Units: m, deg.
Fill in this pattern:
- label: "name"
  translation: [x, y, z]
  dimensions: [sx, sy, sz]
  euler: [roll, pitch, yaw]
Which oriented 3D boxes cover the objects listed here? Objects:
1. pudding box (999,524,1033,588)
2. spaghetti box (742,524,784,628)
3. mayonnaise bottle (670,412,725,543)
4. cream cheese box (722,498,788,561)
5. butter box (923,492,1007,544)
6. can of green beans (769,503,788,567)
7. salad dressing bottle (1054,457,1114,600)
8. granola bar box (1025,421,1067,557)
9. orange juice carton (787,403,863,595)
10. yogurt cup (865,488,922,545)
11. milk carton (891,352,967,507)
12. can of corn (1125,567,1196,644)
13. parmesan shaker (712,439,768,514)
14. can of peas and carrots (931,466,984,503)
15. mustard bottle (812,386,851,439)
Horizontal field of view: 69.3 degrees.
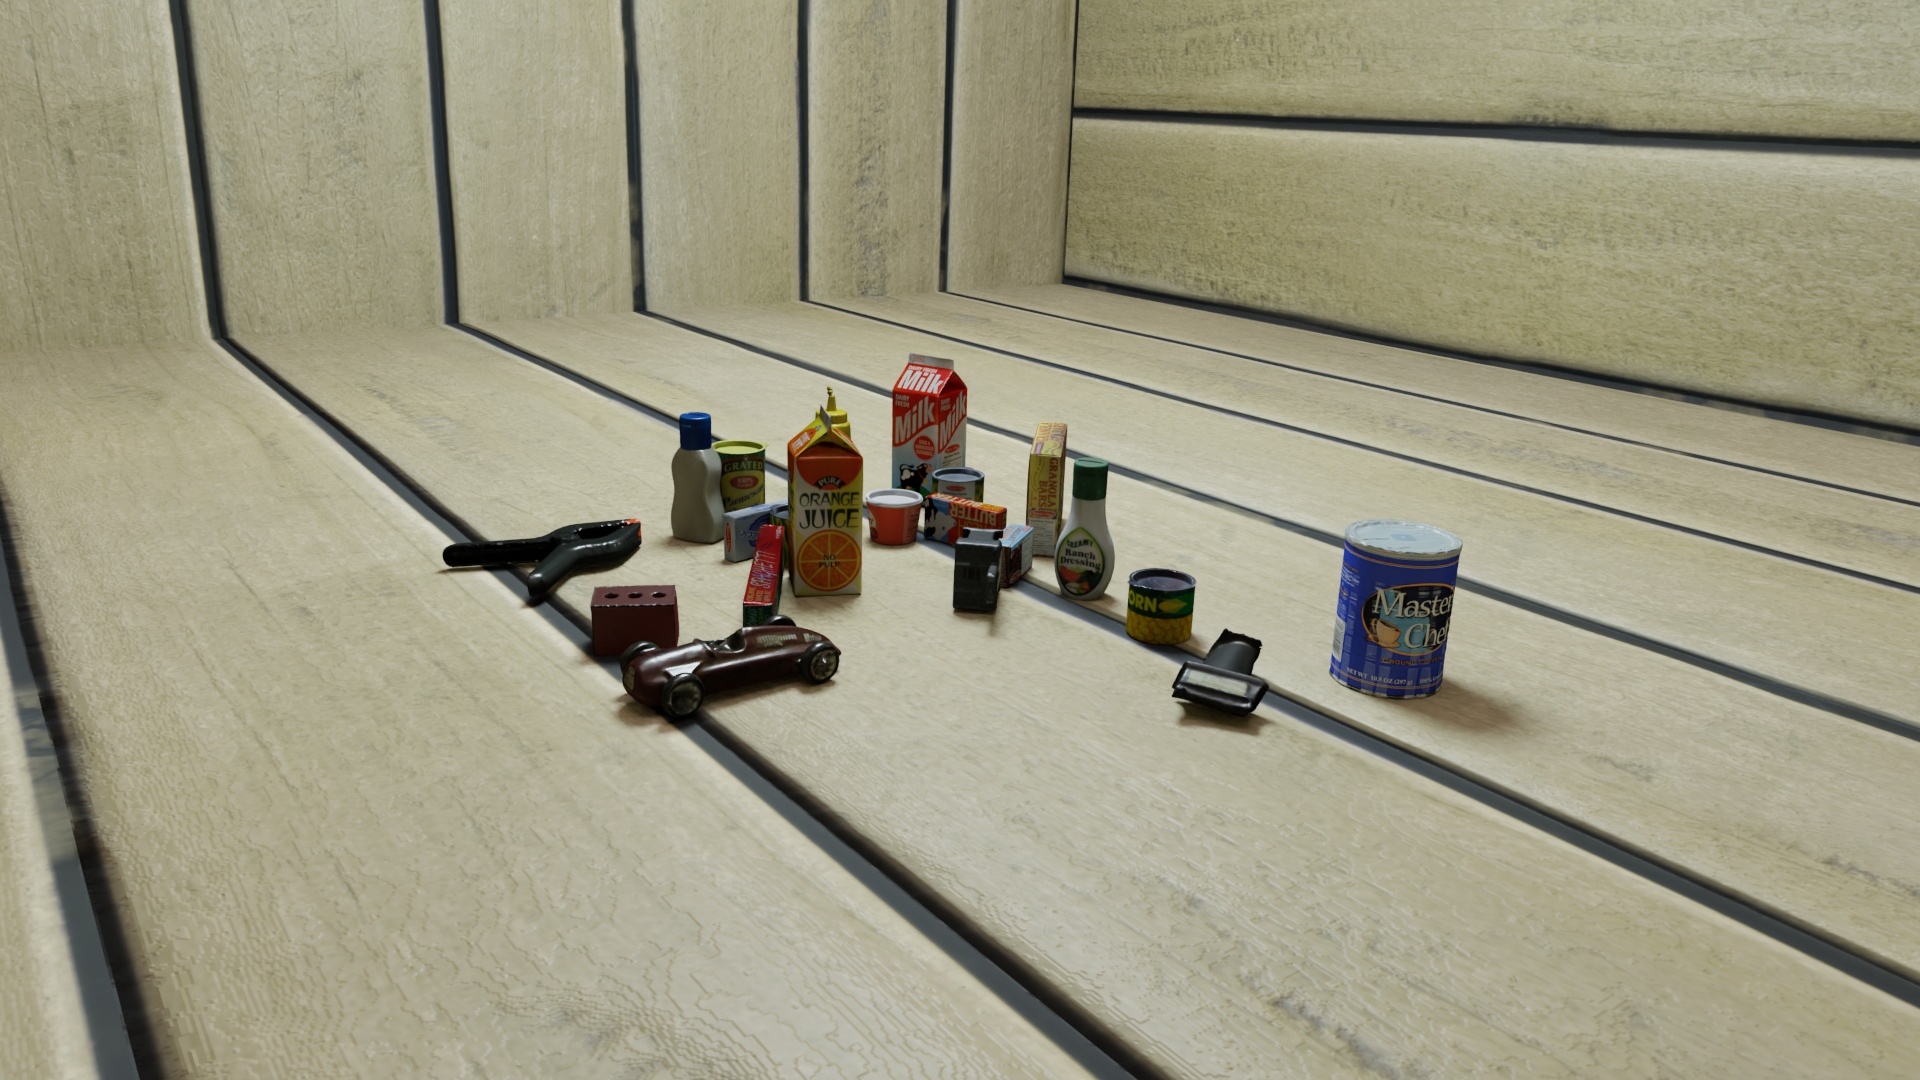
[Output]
- label: "pudding box"
  translation: [0.054, 0.016, 1.529]
  dimensions: [0.030, 0.049, 0.084]
  euler: [8, 19, 19]
- label: "spaghetti box"
  translation: [-0.198, 0.044, 1.412]
  dimensions: [0.029, 0.050, 0.251]
  euler: [1, 18, -5]
- label: "mayonnaise bottle"
  translation: [-0.305, -0.073, 1.608]
  dimensions: [0.065, 0.147, 0.041]
  euler: [9, 19, 22]
- label: "cream cheese box"
  translation: [-0.224, -0.013, 1.582]
  dimensions: [0.024, 0.053, 0.104]
  euler: [16, 23, 39]
- label: "butter box"
  translation: [0.006, -0.020, 1.633]
  dimensions: [0.103, 0.053, 0.024]
  euler: [12, 20, 30]
- label: "can of green beans"
  translation: [-0.181, -0.006, 1.559]
  dimensions: [0.071, 0.057, 0.071]
  euler: [2, 17, 0]
- label: "salad dressing bottle"
  translation: [0.133, -0.013, 1.467]
  dimensions: [0.064, 0.147, 0.044]
  euler: [9, 18, 21]
- label: "granola bar box"
  translation: [0.103, -0.064, 1.662]
  dimensions: [0.039, 0.123, 0.166]
  euler: [4, 18, 6]
- label: "orange juice carton"
  translation: [-0.143, -0.043, 1.460]
  dimensions: [0.073, 0.192, 0.072]
  euler: [-2, 18, -12]
- label: "yogurt cup"
  translation: [-0.079, -0.027, 1.643]
  dimensions: [0.072, 0.053, 0.072]
  euler: [2, 17, 0]
- label: "milk carton"
  translation: [-0.040, -0.143, 1.787]
  dimensions: [0.072, 0.189, 0.074]
  euler: [12, 20, 30]
- label: "can of corn"
  translation: [0.196, 0.065, 1.376]
  dimensions: [0.071, 0.058, 0.071]
  euler: [2, 17, 0]
- label: "parmesan shaker"
  translation: [-0.262, -0.063, 1.654]
  dimensions: [0.071, 0.102, 0.071]
  euler: [2, 17, 0]
- label: "can of peas and carrots"
  translation: [-0.003, -0.056, 1.733]
  dimensions: [0.071, 0.058, 0.071]
  euler: [2, 17, 0]
- label: "mustard bottle"
  translation: [-0.161, -0.112, 1.725]
  dimensions: [0.049, 0.159, 0.065]
  euler: [6, 18, 14]
